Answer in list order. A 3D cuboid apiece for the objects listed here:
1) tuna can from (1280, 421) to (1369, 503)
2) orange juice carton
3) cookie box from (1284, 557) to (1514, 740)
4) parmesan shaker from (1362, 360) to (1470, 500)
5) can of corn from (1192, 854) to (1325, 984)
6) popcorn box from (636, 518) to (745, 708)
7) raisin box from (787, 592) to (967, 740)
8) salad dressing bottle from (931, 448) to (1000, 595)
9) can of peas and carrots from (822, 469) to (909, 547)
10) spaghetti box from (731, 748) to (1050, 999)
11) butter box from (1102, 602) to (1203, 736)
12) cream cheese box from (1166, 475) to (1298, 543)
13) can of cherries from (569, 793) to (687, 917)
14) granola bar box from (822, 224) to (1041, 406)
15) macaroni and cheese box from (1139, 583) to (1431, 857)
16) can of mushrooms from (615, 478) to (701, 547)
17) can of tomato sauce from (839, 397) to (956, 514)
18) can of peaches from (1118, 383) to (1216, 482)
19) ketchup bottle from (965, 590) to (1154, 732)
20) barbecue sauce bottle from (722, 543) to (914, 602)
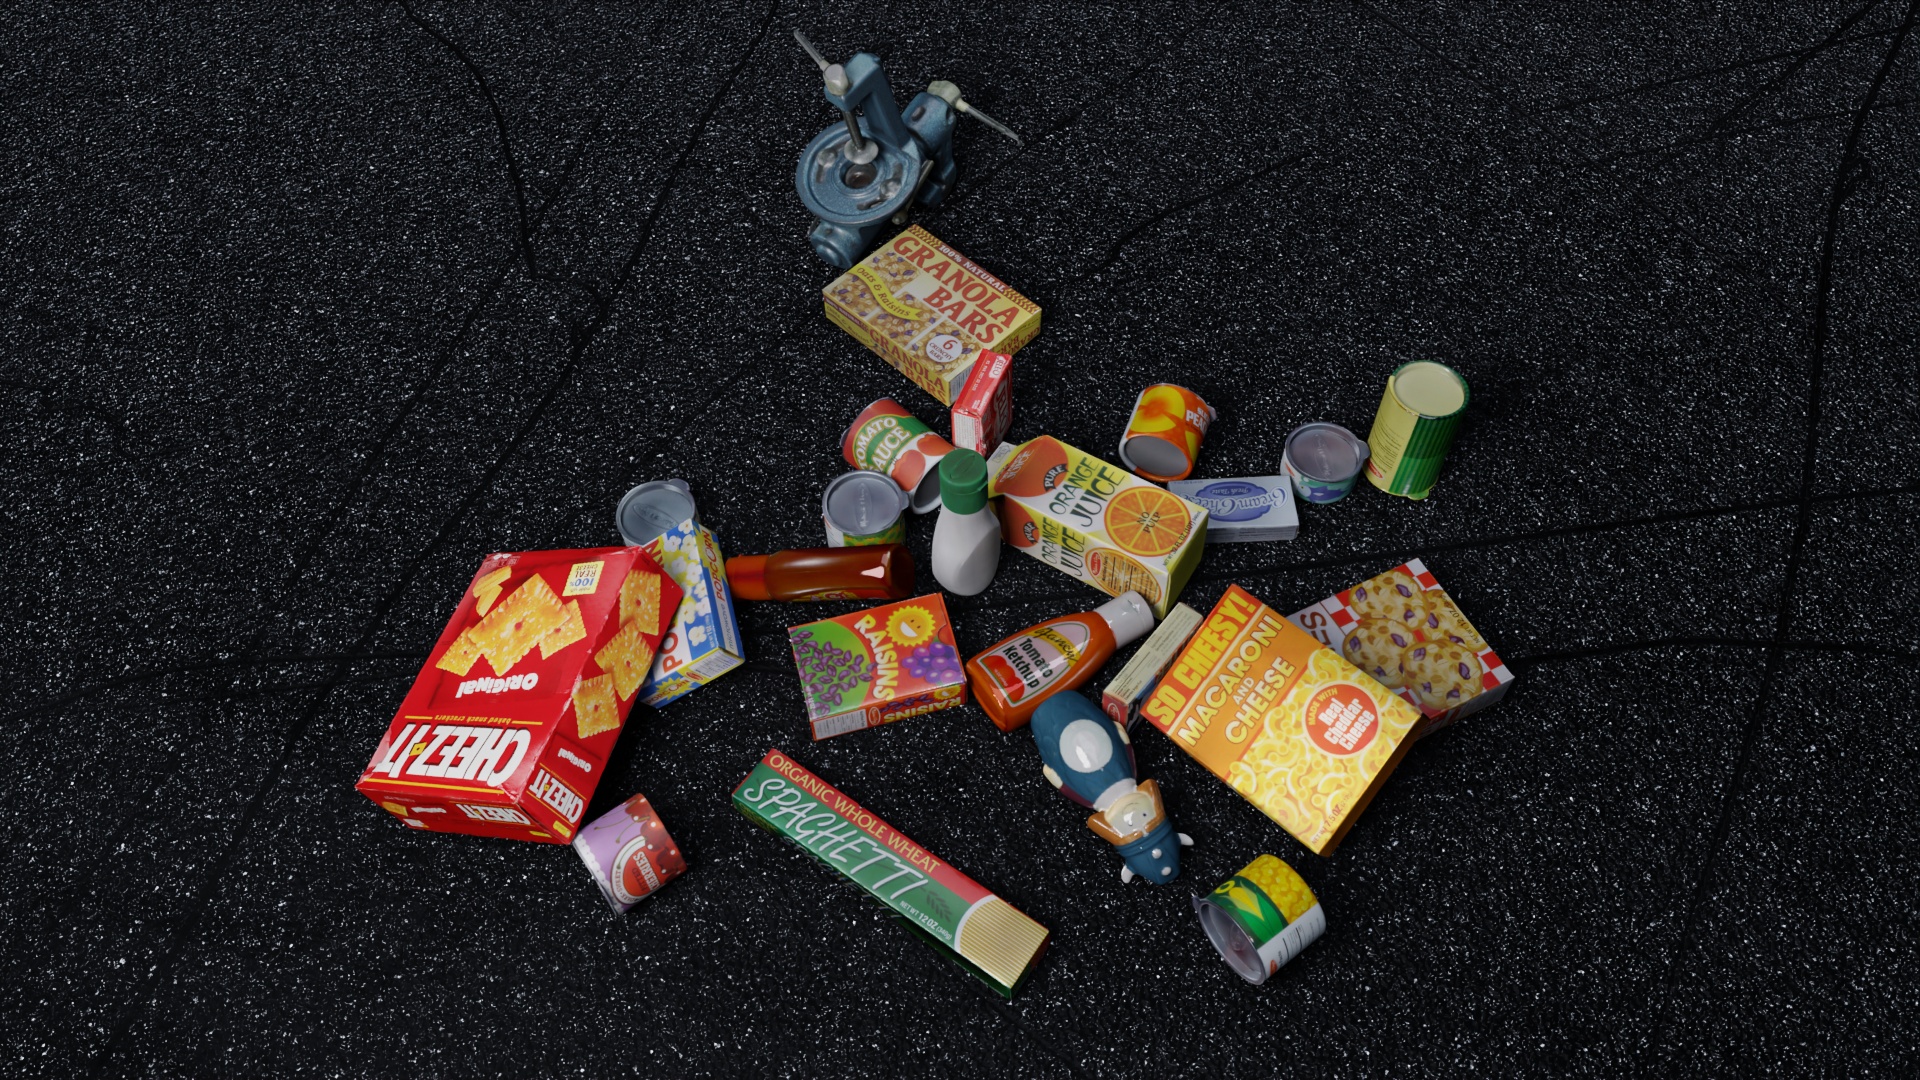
[{"bbox_3d":[0.311,-0.067,1.188,0.071,0.032,0.071,0,55,1],"label":"tuna can"},{"bbox_3d":[0.099,-0.019,1.135,0.193,0.072,0.072,27,60,19],"label":"orange juice carton"},{"bbox_3d":[0.316,0.098,1.069,0.168,0.040,0.123,-22,58,-13],"label":"cookie box"},{"bbox_3d":[0.381,-0.091,1.161,0.071,0.102,0.071,0,56,1],"label":"parmesan shaker"},{"bbox_3d":[0.203,0.255,0.947,0.058,0.070,0.071,-31,60,-19],"label":"can of corn"},{"bbox_3d":[-0.224,0.057,1.090,0.085,0.038,0.127,-29,55,15],"label":"popcorn box"},{"bbox_3d":[-0.064,0.096,1.078,0.123,0.039,0.086,-13,55,-8],"label":"raisin box"},{"bbox_3d":[0.004,-0.014,1.087,0.044,0.147,0.064,33,62,21],"label":"salad dressing bottle"},{"bbox_3d":[-0.076,-0.016,1.144,0.071,0.058,0.071,0,56,0],"label":"can of peas and carrots"},{"bbox_3d":[-0.054,0.233,0.989,0.250,0.028,0.050,30,60,20],"label":"spaghetti box"},{"bbox_3d":[0.148,0.099,1.064,0.024,0.052,0.104,32,61,24],"label":"butter box"},{"bbox_3d":[0.228,-0.025,1.166,0.104,0.024,0.053,-3,57,-1],"label":"cream cheese box"},{"bbox_3d":[-0.232,0.222,0.976,0.058,0.071,0.071,-31,60,-20],"label":"can of cherries"},{"bbox_3d":[-0.027,-0.212,1.291,0.166,0.038,0.125,38,65,24],"label":"granola bar box"},{"bbox_3d":[0.232,0.129,1.010,0.167,0.040,0.123,37,93,31],"label":"macaroni and cheese box"},{"bbox_3d":[-0.250,-0.016,1.163,0.071,0.033,0.071,-1,55,1],"label":"can of mushrooms"},{"bbox_3d":[-0.049,-0.071,1.175,0.083,0.070,0.071,38,64,23],"label":"can of tomato sauce"},{"bbox_3d":[0.177,-0.091,1.186,0.071,0.071,0.058,18,58,13],"label":"can of peaches"},{"bbox_3d":[0.081,0.088,1.079,0.149,0.043,0.065,-28,59,-18],"label":"ketchup bottle"},{"bbox_3d":[-0.115,0.027,1.107,0.148,0.065,0.043,-3,84,16],"label":"barbecue sauce bottle"}]
